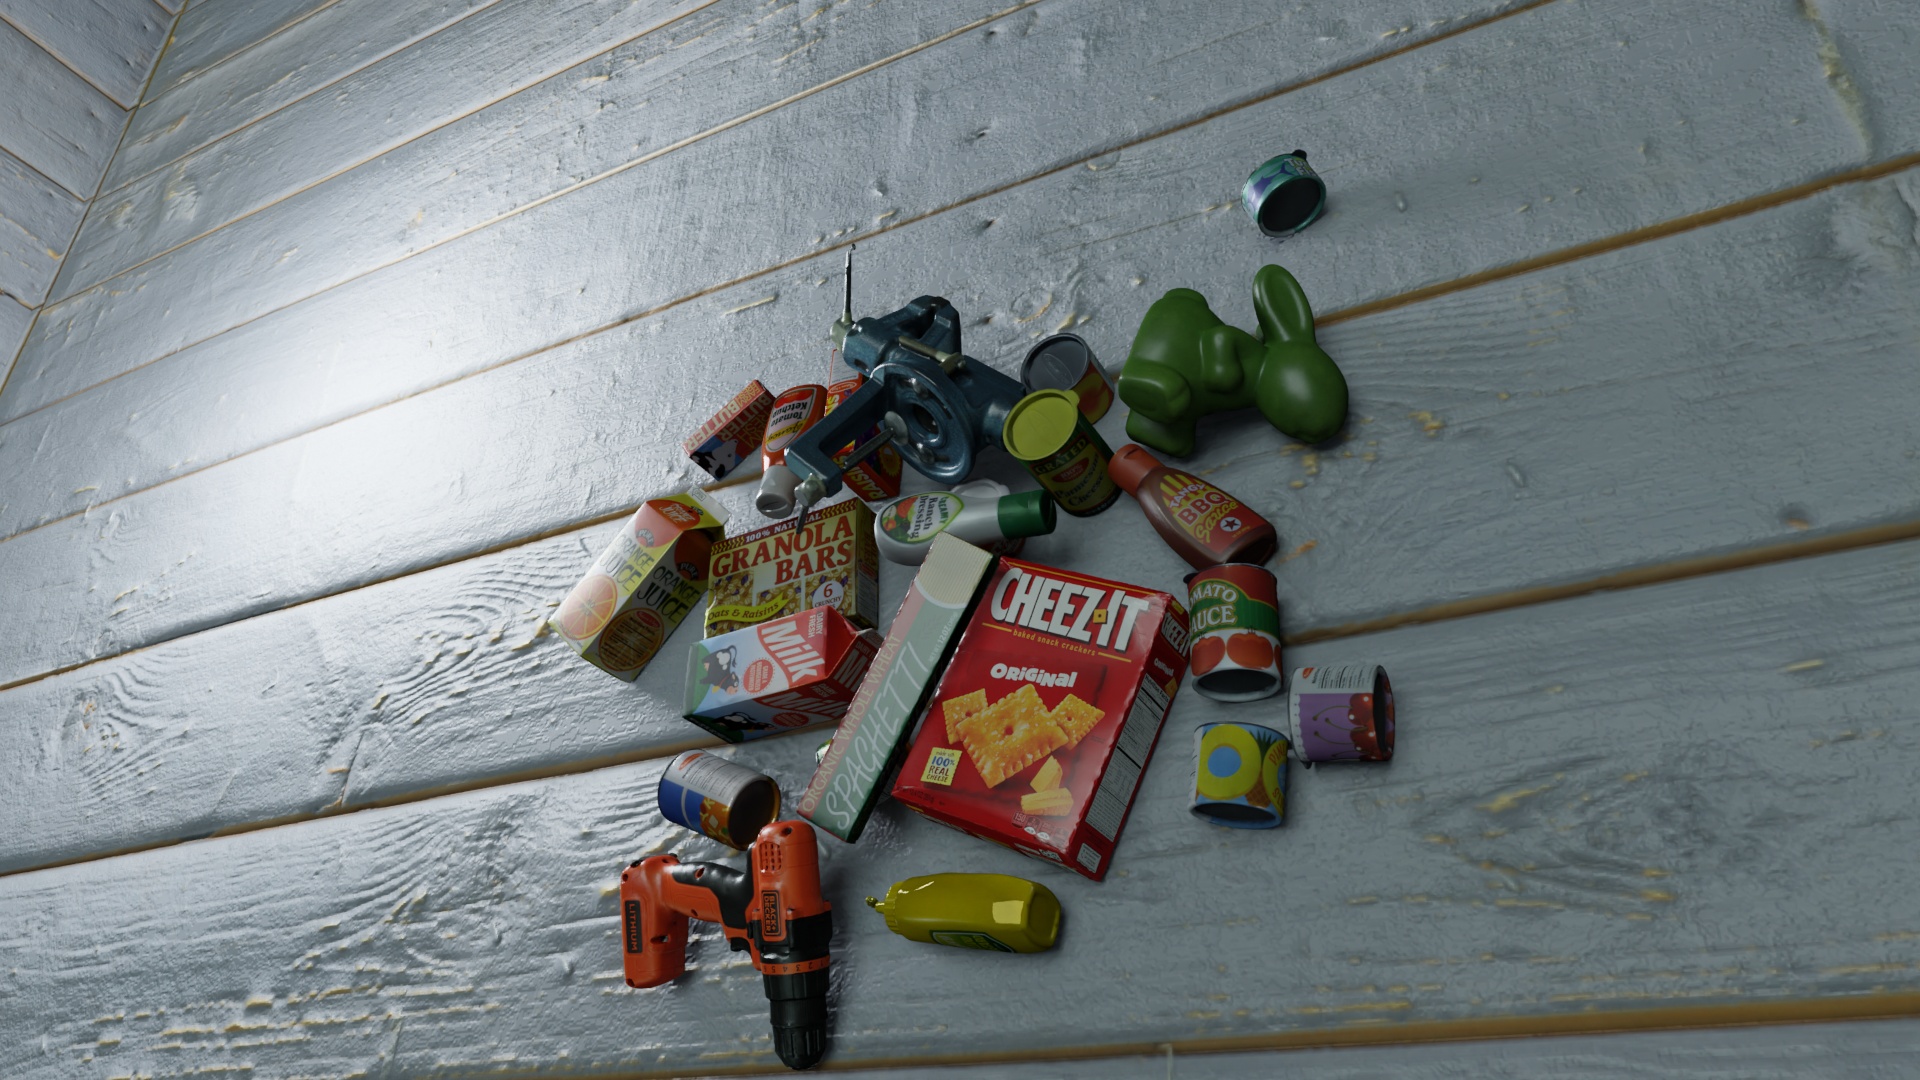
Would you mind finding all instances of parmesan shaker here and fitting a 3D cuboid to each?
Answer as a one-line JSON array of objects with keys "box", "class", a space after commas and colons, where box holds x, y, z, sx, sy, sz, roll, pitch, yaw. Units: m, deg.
[{"box": [0.090, -0.072, 1.148, 0.071, 0.103, 0.071, -15, 56, 24], "class": "parmesan shaker"}]

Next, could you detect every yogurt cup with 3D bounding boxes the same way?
[{"box": [0.020, -0.012, 1.186, 0.072, 0.054, 0.073, -15, 56, 24], "class": "yogurt cup"}]

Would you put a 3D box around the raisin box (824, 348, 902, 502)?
[{"box": [-0.089, -0.109, 1.292, 0.040, 0.086, 0.124, -11, 57, 24], "class": "raisin box"}]

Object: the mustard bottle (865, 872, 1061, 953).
[{"box": [-0.006, 0.274, 1.026, 0.160, 0.065, 0.049, -8, 53, 34], "class": "mustard bottle"}]

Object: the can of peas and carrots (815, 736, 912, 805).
[{"box": [-0.074, 0.178, 1.122, 0.058, 0.070, 0.071, -32, 51, 11], "class": "can of peas and carrots"}]

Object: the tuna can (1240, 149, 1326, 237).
[{"box": [0.279, -0.297, 1.191, 0.071, 0.071, 0.033, -33, 52, 11], "class": "tuna can"}]

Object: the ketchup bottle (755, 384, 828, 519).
[{"box": [-0.162, -0.085, 1.329, 0.064, 0.043, 0.149, -14, 43, 23], "class": "ketchup bottle"}]

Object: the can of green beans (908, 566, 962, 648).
[{"box": [-0.001, 0.051, 1.158, 0.071, 0.057, 0.071, -15, 56, 24], "class": "can of green beans"}]

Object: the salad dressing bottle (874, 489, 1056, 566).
[{"box": [0.004, -0.014, 1.130, 0.147, 0.043, 0.064, -8, 49, 24], "class": "salad dressing bottle"}]

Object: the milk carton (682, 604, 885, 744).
[{"box": [-0.140, 0.113, 1.197, 0.190, 0.072, 0.074, -16, 55, 23], "class": "milk carton"}]

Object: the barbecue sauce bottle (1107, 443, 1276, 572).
[{"box": [0.177, -0.025, 1.097, 0.065, 0.043, 0.149, -30, 48, -20], "class": "barbecue sauce bottle"}]

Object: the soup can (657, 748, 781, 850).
[{"box": [-0.203, 0.221, 1.177, 0.084, 0.071, 0.071, 13, 70, 36], "class": "soup can"}]

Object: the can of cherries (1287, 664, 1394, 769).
[{"box": [0.262, 0.121, 0.952, 0.058, 0.071, 0.072, -6, 60, 28], "class": "can of cherries"}]

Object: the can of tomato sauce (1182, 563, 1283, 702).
[{"box": [0.199, 0.068, 1.017, 0.071, 0.071, 0.083, -12, 57, 25], "class": "can of tomato sauce"}]

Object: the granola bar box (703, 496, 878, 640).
[{"box": [-0.156, 0.041, 1.272, 0.165, 0.039, 0.125, -17, 55, 22], "class": "granola bar box"}]

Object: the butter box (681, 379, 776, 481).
[{"box": [-0.225, -0.111, 1.398, 0.103, 0.053, 0.024, -41, 51, 4], "class": "butter box"}]

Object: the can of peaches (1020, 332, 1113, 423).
[{"box": [0.092, -0.137, 1.216, 0.071, 0.058, 0.071, -15, 57, 24], "class": "can of peaches"}]

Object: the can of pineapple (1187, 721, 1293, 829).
[{"box": [0.195, 0.164, 0.964, 0.071, 0.071, 0.058, -5, 61, 30], "class": "can of pineapple"}]

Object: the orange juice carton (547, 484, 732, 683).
[{"box": [-0.299, 0.034, 1.342, 0.072, 0.073, 0.193, 33, 82, 40], "class": "orange juice carton"}]

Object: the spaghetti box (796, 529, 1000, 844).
[{"box": [-0.048, 0.113, 1.075, 0.050, 0.028, 0.250, 25, 84, 19], "class": "spaghetti box"}]
